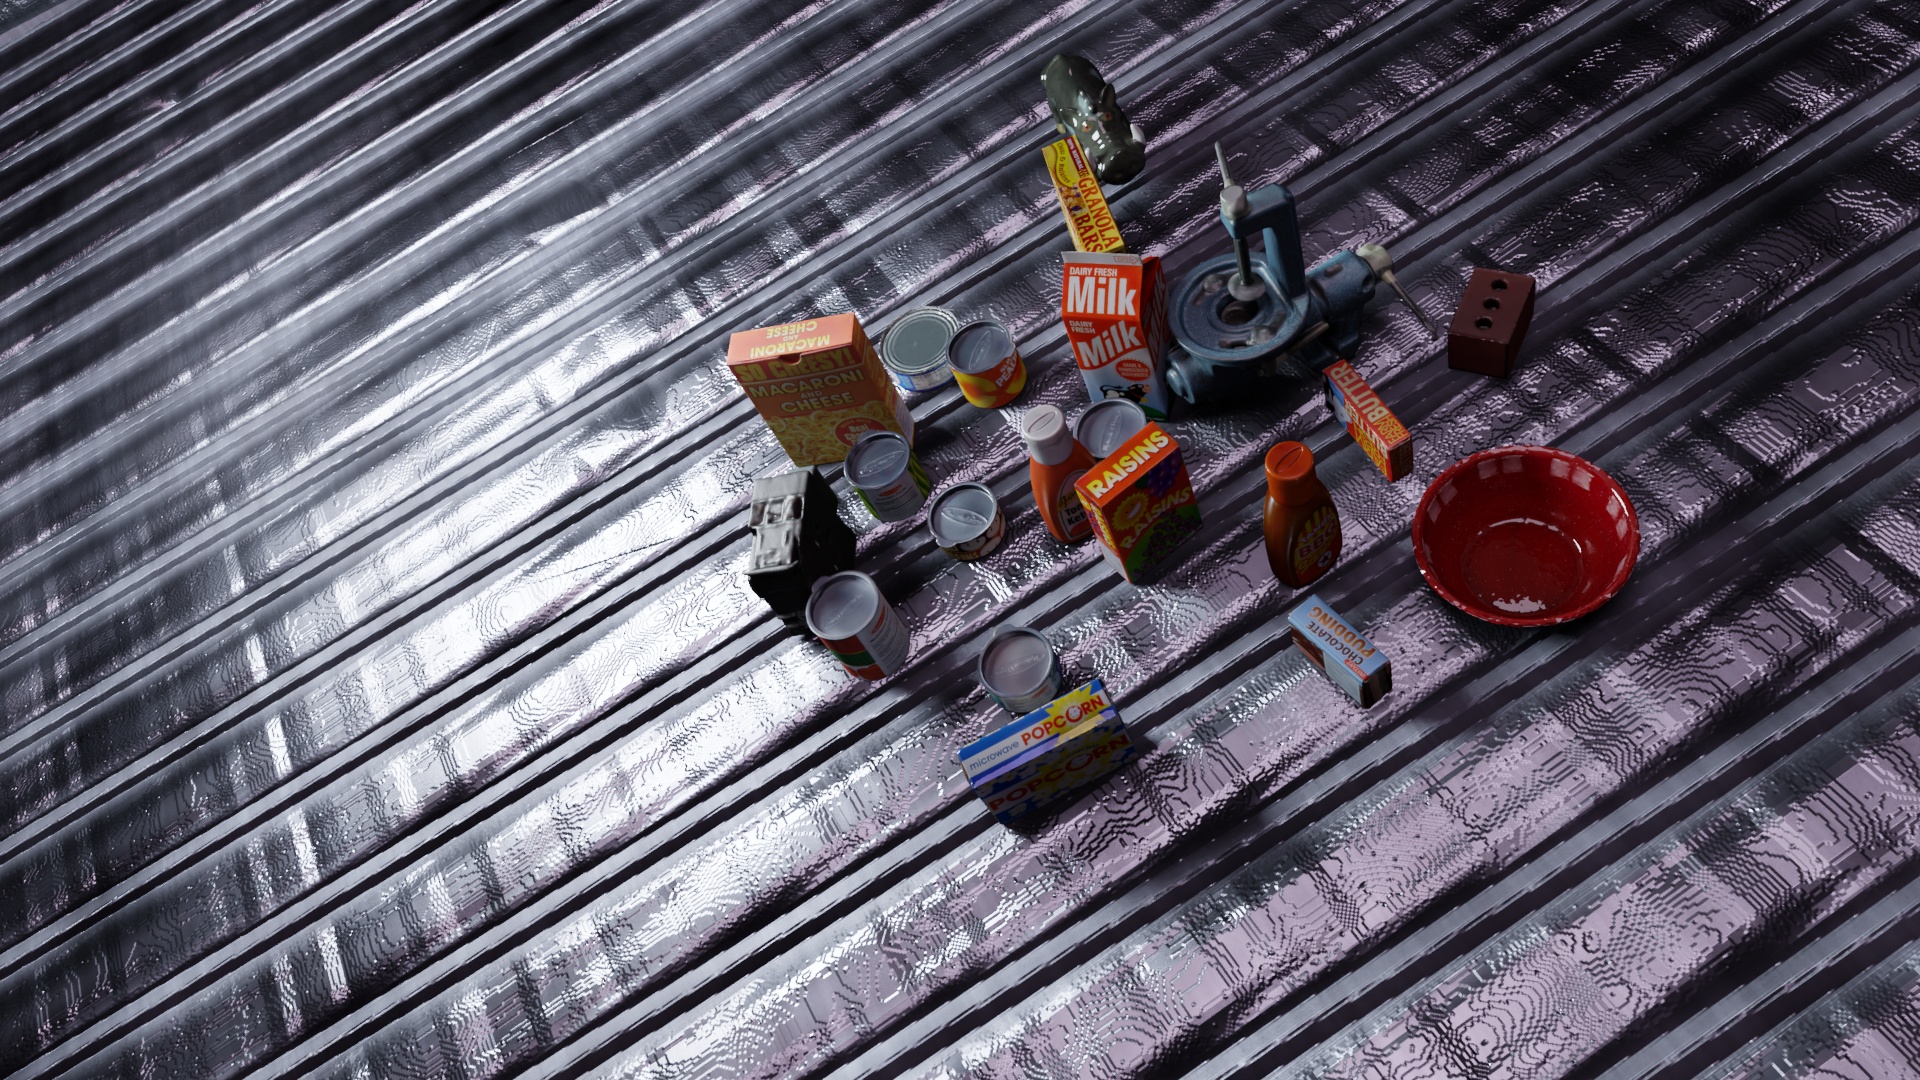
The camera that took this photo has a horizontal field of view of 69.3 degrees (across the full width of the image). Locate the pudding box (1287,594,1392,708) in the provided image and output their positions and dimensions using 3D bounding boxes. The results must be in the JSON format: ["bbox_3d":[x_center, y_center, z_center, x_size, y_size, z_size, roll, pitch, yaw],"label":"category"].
[{"bbox_3d":[0.294,0.086,1.077,0.030,0.049,0.084,-39,54,-7],"label":"pudding box"}]

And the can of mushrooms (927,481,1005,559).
[{"bbox_3d":[0.004,-0.016,1.259,0.071,0.033,0.071,-9,56,14],"label":"can of mushrooms"}]

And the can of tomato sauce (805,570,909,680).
[{"bbox_3d":[-0.089,0.074,1.203,0.071,0.082,0.071,-9,56,14],"label":"can of tomato sauce"}]

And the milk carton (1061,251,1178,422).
[{"bbox_3d":[0.143,-0.189,1.224,0.072,0.189,0.074,7,61,24],"label":"milk carton"}]

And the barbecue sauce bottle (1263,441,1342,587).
[{"bbox_3d":[0.267,-0.023,1.096,0.065,0.148,0.044,-42,54,-9],"label":"barbecue sauce bottle"}]

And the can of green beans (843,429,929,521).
[{"bbox_3d":[-0.068,-0.060,1.299,0.071,0.057,0.071,-9,56,14],"label":"can of green beans"}]

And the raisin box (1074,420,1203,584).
[{"bbox_3d":[0.151,-0.030,1.159,0.086,0.123,0.040,-38,54,-6],"label":"raisin box"}]

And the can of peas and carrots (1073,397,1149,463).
[{"bbox_3d":[0.141,-0.084,1.238,0.071,0.058,0.071,-9,56,14],"label":"can of peas and carrots"}]

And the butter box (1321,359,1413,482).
[{"bbox_3d":[0.346,-0.102,1.179,0.024,0.053,0.104,-29,53,1],"label":"butter box"}]

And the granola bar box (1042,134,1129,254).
[{"bbox_3d":[0.131,-0.289,1.335,0.039,0.123,0.166,-21,54,7],"label":"granola bar box"}]

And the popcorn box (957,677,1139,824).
[{"bbox_3d":[0.069,0.166,1.084,0.127,0.085,0.038,-27,53,1],"label":"popcorn box"}]

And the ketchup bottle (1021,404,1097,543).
[{"bbox_3d":[0.087,-0.059,1.185,0.065,0.148,0.044,-37,54,-5],"label":"ketchup bottle"}]

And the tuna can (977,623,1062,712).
[{"bbox_3d":[0.049,0.107,1.163,0.071,0.032,0.071,-9,56,14],"label":"tuna can"}]

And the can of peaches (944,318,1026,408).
[{"bbox_3d":[0.027,-0.169,1.335,0.071,0.058,0.071,-9,56,14],"label":"can of peaches"}]

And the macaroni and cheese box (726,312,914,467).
[{"bbox_3d":[-0.127,-0.137,1.303,0.123,0.165,0.040,-8,57,16],"label":"macaroni and cheese box"}]
